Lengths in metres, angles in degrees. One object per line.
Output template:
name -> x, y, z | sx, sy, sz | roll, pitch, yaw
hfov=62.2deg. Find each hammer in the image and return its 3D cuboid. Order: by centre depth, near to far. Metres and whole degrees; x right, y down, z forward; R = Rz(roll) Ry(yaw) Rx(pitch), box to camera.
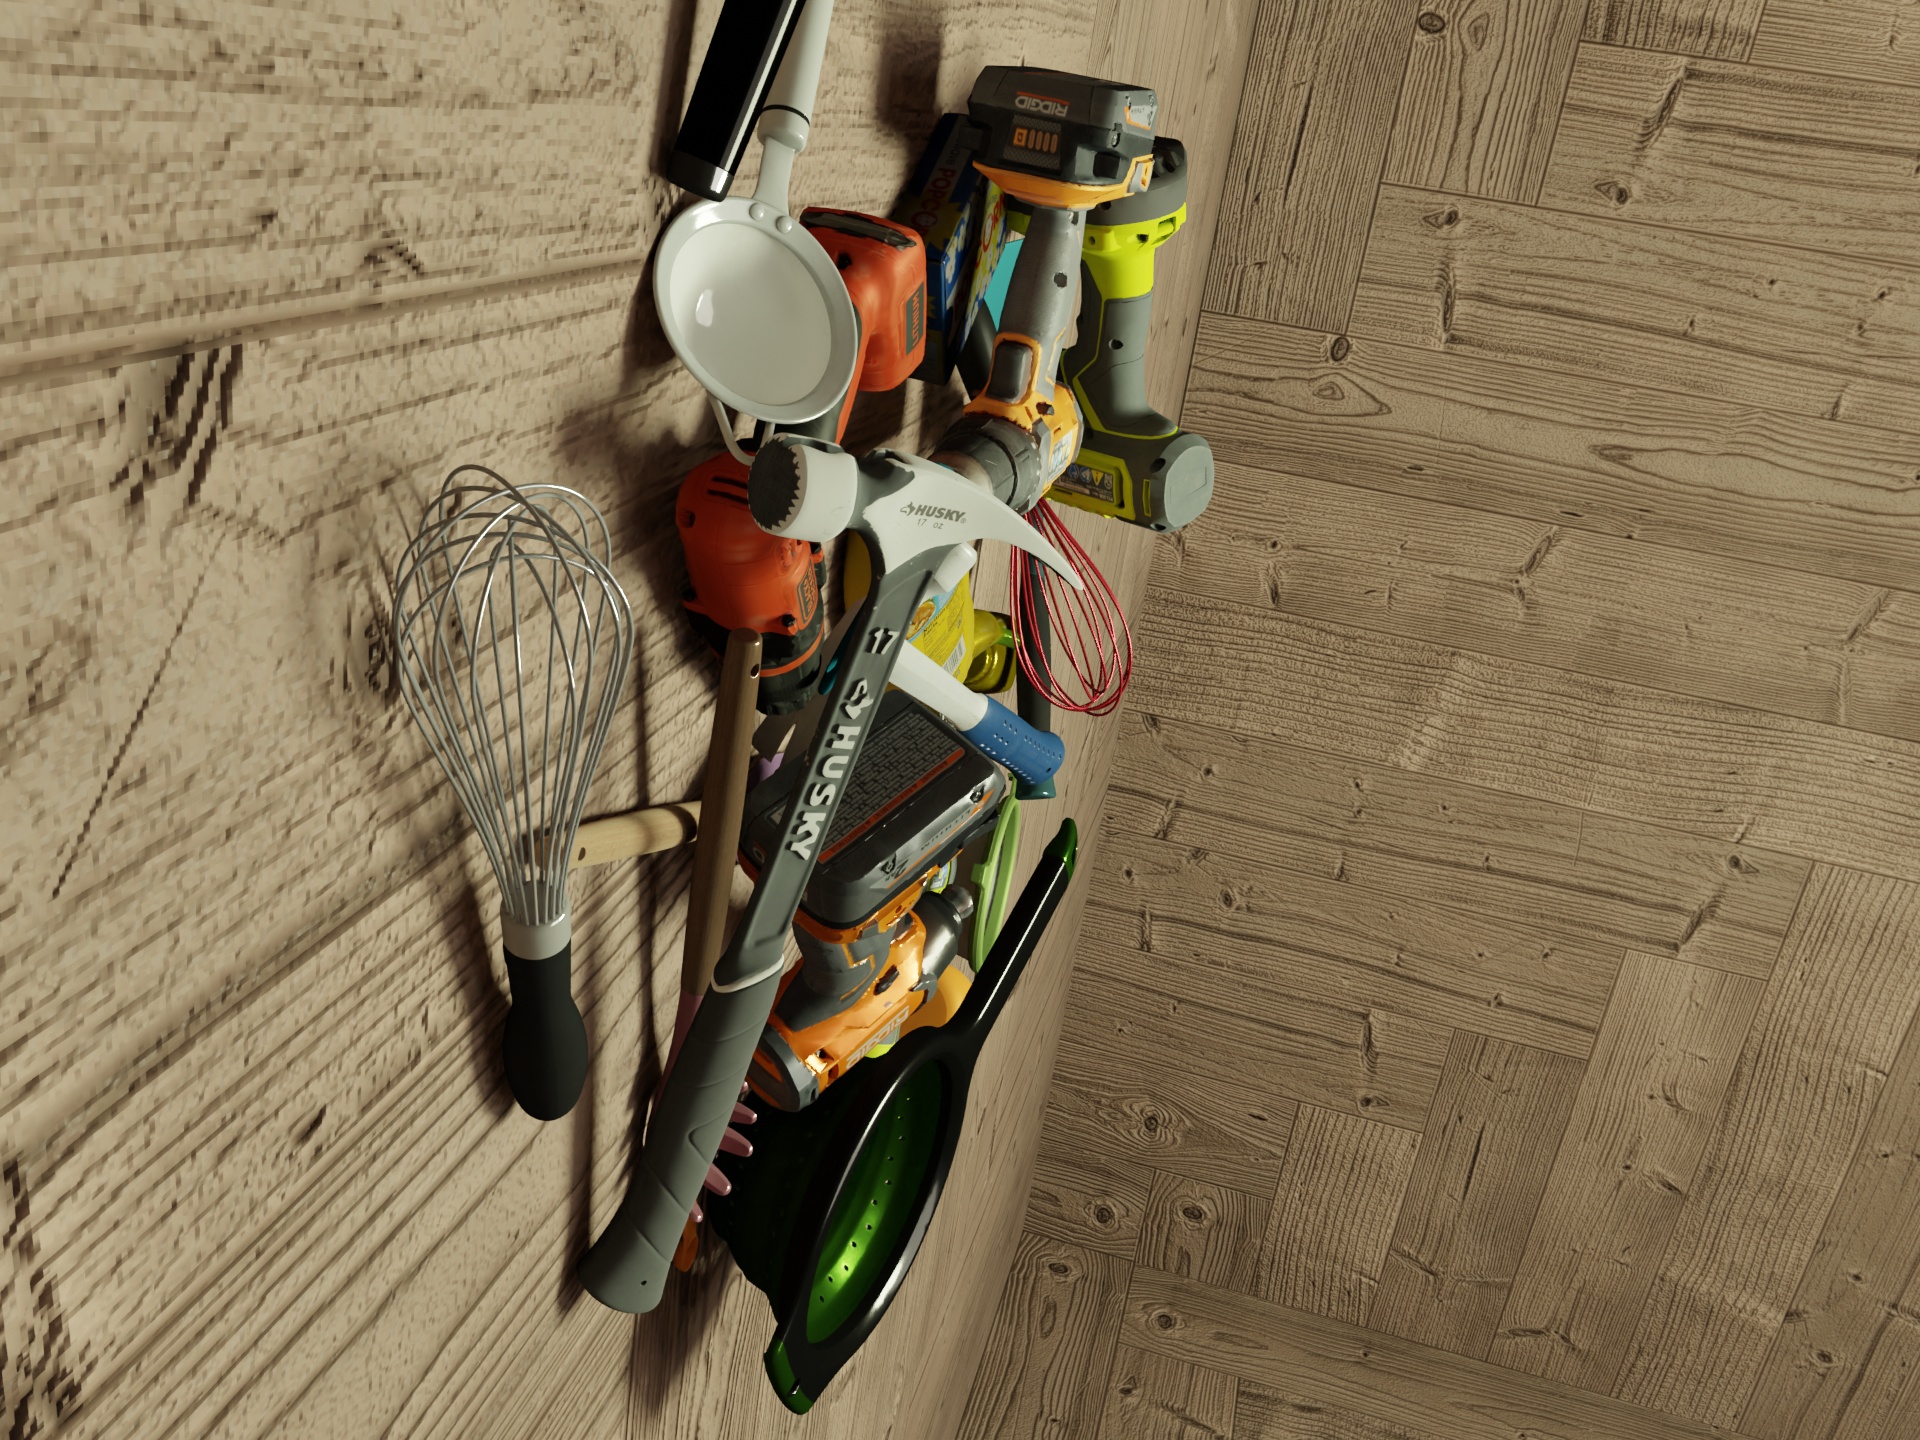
hammer -> -0.077, 0.084, 0.651 | 0.149, 0.036, 0.408 | 4, 118, -41
hammer -> -0.001, -0.003, 0.939 | 0.144, 0.035, 0.405 | -49, 162, 2
hammer -> 0.056, -0.093, 1.225 | 0.128, 0.033, 0.331 | 60, 28, -66

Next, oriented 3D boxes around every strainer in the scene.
strainer -> -0.068, -0.213, 0.597 | 0.086, 0.050, 0.258 | 18, 76, -36
strainer -> -0.003, 0.174, 1.351 | 0.152, 0.069, 0.256 | -66, 166, -56

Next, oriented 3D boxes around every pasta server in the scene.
pasta server -> -0.107, 0.100, 0.701 | 0.060, 0.040, 0.316 | -38, 147, -51

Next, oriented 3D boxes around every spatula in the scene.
spatula -> -0.117, 0.046, 0.708 | 0.316, 0.018, 0.060 | -1, 105, -81
spatula -> 0.055, -0.369, 1.138 | 0.082, 0.044, 0.318 | 92, 10, -45

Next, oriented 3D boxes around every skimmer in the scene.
skimmer -> -0.052, -0.361, 0.530 | 0.363, 0.090, 0.127 | -68, 167, 9

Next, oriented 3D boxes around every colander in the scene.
colander -> -0.044, 0.204, 0.964 | 0.397, 0.094, 0.204 | -58, 156, -33

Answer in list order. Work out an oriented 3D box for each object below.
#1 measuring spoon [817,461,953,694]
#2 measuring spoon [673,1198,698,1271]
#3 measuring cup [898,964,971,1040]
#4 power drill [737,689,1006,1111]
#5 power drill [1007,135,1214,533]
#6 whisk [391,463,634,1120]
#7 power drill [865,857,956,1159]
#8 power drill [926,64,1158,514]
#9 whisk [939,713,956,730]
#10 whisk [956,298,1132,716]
measuring spoon -> -0.041, -0.069, 0.724 | 0.042, 0.021, 0.129 | -17, -138, 59
measuring spoon -> -0.145, 0.239, 0.827 | 0.021, 0.011, 0.116 | -56, 153, -61
measuring cup -> -0.055, 0.256, 1.186 | 0.173, 0.095, 0.052 | -57, 161, -7
power drill -> -0.043, 0.091, 0.818 | 0.164, 0.084, 0.226 | -37, 154, -32
power drill -> 0.066, -0.240, 0.987 | 0.080, 0.191, 0.228 | -31, 130, -35
whisk -> -0.137, 0.042, 0.506 | 0.070, 0.070, 0.284 | -66, 170, -47
power drill -> -0.049, 0.182, 1.096 | 0.171, 0.080, 0.223 | 20, 79, -79
power drill -> 0.031, -0.211, 0.819 | 0.185, 0.084, 0.226 | -50, 154, -62
whisk -> 0.000, 0.004, 1.231 | 0.246, 0.059, 0.058 | 10, 76, -85
whisk -> 0.042, -0.133, 0.996 | 0.073, 0.073, 0.295 | -58, 132, -61
